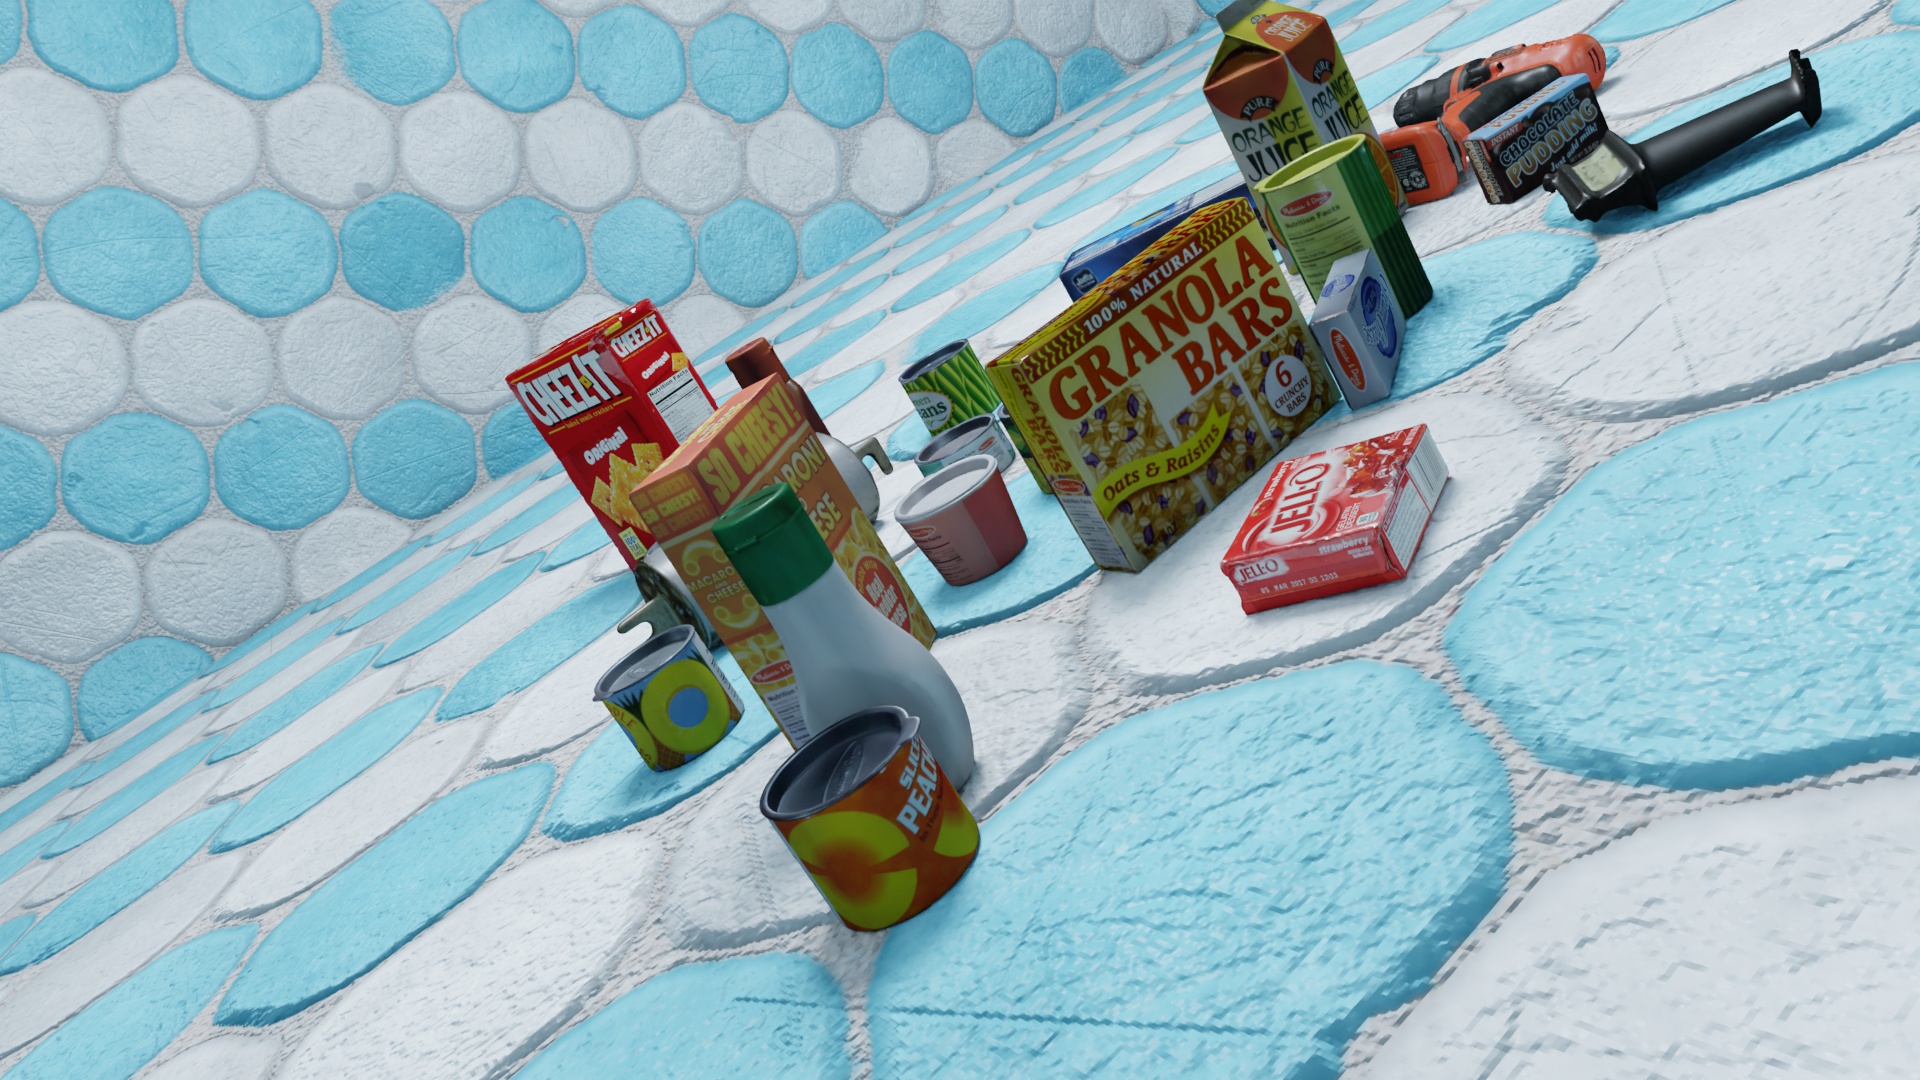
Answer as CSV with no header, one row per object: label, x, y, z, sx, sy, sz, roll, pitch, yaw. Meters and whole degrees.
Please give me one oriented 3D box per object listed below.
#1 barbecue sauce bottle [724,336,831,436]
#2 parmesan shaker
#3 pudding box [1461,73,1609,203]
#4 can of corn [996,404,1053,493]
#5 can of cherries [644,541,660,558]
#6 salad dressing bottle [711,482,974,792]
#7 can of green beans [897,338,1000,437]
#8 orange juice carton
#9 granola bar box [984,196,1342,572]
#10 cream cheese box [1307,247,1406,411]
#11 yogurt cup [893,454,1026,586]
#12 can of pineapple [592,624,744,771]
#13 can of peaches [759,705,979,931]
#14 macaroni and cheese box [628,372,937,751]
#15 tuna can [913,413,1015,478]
barbecue sauce bottle,-0.127,-0.086,1.075,0.043,0.148,0.065,-28,17,8
parmesan shaker,0.227,-0.178,0.824,0.071,0.103,0.071,-28,17,9
pudding box,0.375,-0.262,0.905,0.084,0.049,0.030,-32,17,-5
can of corn,0.064,-0.070,0.868,0.071,0.058,0.071,-28,17,9
can of cherries,-0.194,0.018,1.047,0.071,0.058,0.072,-28,17,9
salad dressing bottle,-0.049,0.046,0.577,0.064,0.147,0.044,-24,18,22
can of green beans,-0.009,-0.124,1.140,0.071,0.057,0.071,-28,17,9
orange juice carton,0.237,-0.295,0.985,0.073,0.192,0.072,-11,26,48
granola bar box,0.108,-0.081,0.714,0.166,0.124,0.039,-38,18,-23
cream cheese box,0.217,-0.116,0.753,0.024,0.053,0.104,-20,20,32
yogurt cup,0.003,-0.010,0.808,0.072,0.054,0.072,-28,17,9
can of pineapple,-0.168,0.092,0.799,0.071,0.057,0.071,-28,17,9
can of peaches,-0.032,0.106,0.534,0.071,0.058,0.071,-28,17,9
macaroni and cheese box,-0.082,0.015,0.685,0.040,0.166,0.124,-23,18,23
tuna can,0.002,-0.059,0.983,0.071,0.032,0.071,-28,17,9
